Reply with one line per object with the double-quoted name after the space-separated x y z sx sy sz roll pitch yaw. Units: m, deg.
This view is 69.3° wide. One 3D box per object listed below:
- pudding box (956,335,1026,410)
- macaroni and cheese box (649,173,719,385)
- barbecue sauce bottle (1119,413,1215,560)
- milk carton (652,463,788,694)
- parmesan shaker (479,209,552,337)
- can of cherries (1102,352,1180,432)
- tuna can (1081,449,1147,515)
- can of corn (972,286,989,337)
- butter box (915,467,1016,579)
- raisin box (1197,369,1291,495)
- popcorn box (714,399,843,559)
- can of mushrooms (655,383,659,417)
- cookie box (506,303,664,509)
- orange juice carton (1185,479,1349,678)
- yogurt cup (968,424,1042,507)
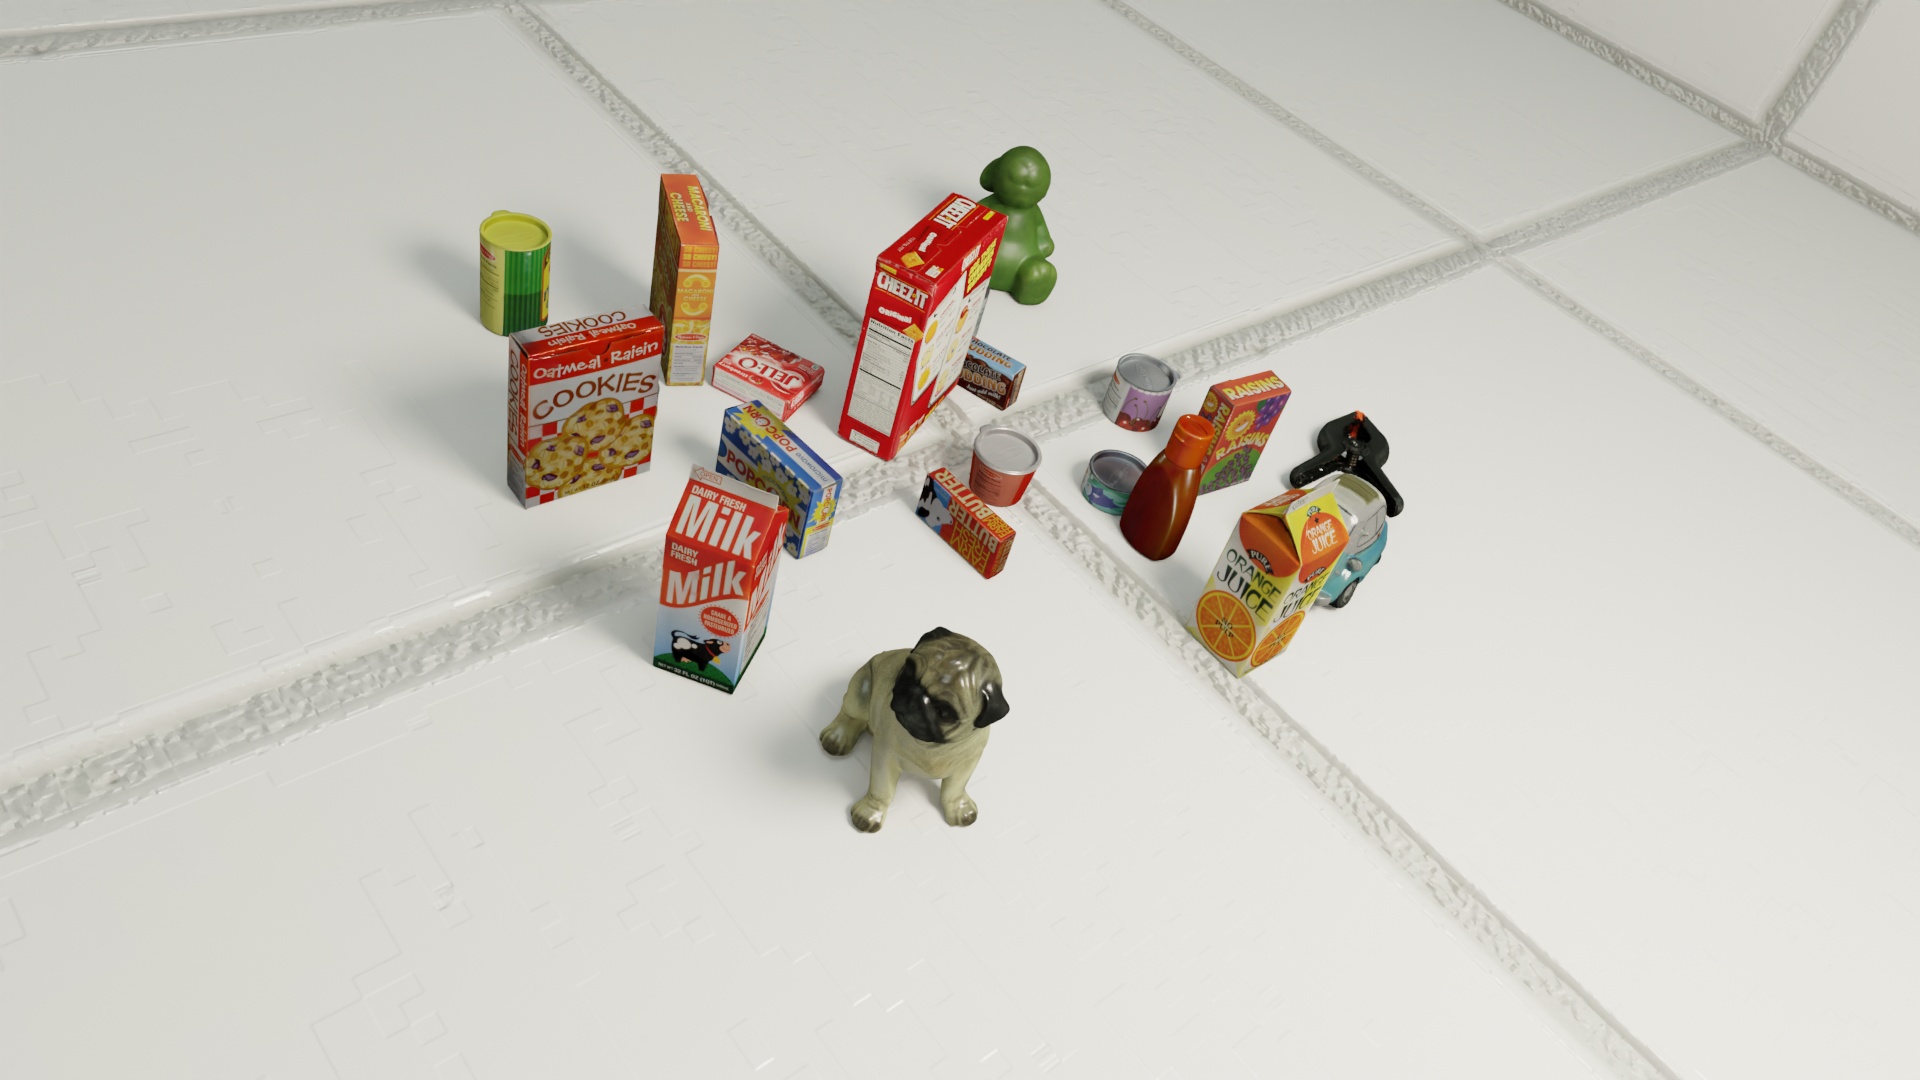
0.024 -0.180 1.465 0.084 0.049 0.030 32 44 15 "pudding box"
-0.271 -0.254 1.357 0.040 0.165 0.124 -3 46 -22 "macaroni and cheese box"
0.198 -0.052 1.315 0.044 0.147 0.065 -17 52 -33 "barbecue sauce bottle"
-0.185 0.023 1.073 0.072 0.189 0.074 21 42 3 "milk carton"
-0.435 -0.260 1.355 0.071 0.102 0.072 10 42 -9 "parmesan shaker"
0.194 -0.158 1.493 0.071 0.058 0.072 10 42 -9 "can of cherries"
0.159 -0.057 1.392 0.071 0.032 0.071 10 42 -9 "tuna can"
-0.009 -0.259 1.532 0.071 0.058 0.071 10 42 -9 "can of corn"
0.005 -0.016 1.282 0.024 0.052 0.104 -26 57 -38 "butter box"
0.277 -0.109 1.421 0.086 0.122 0.040 -16 52 -32 "raisin box"
-0.164 -0.055 1.242 0.038 0.084 0.127 -27 58 -38 "popcorn box"
-0.317 -0.133 1.312 0.071 0.033 0.071 10 42 -9 "can of mushrooms"
-0.322 -0.114 1.190 0.123 0.166 0.040 -22 55 -35 "cookie box"
0.276 0.025 1.225 0.072 0.191 0.073 -22 55 -36 "orange juice carton"
0.040 -0.070 1.350 0.072 0.053 0.073 10 42 -9 "yogurt cup"
